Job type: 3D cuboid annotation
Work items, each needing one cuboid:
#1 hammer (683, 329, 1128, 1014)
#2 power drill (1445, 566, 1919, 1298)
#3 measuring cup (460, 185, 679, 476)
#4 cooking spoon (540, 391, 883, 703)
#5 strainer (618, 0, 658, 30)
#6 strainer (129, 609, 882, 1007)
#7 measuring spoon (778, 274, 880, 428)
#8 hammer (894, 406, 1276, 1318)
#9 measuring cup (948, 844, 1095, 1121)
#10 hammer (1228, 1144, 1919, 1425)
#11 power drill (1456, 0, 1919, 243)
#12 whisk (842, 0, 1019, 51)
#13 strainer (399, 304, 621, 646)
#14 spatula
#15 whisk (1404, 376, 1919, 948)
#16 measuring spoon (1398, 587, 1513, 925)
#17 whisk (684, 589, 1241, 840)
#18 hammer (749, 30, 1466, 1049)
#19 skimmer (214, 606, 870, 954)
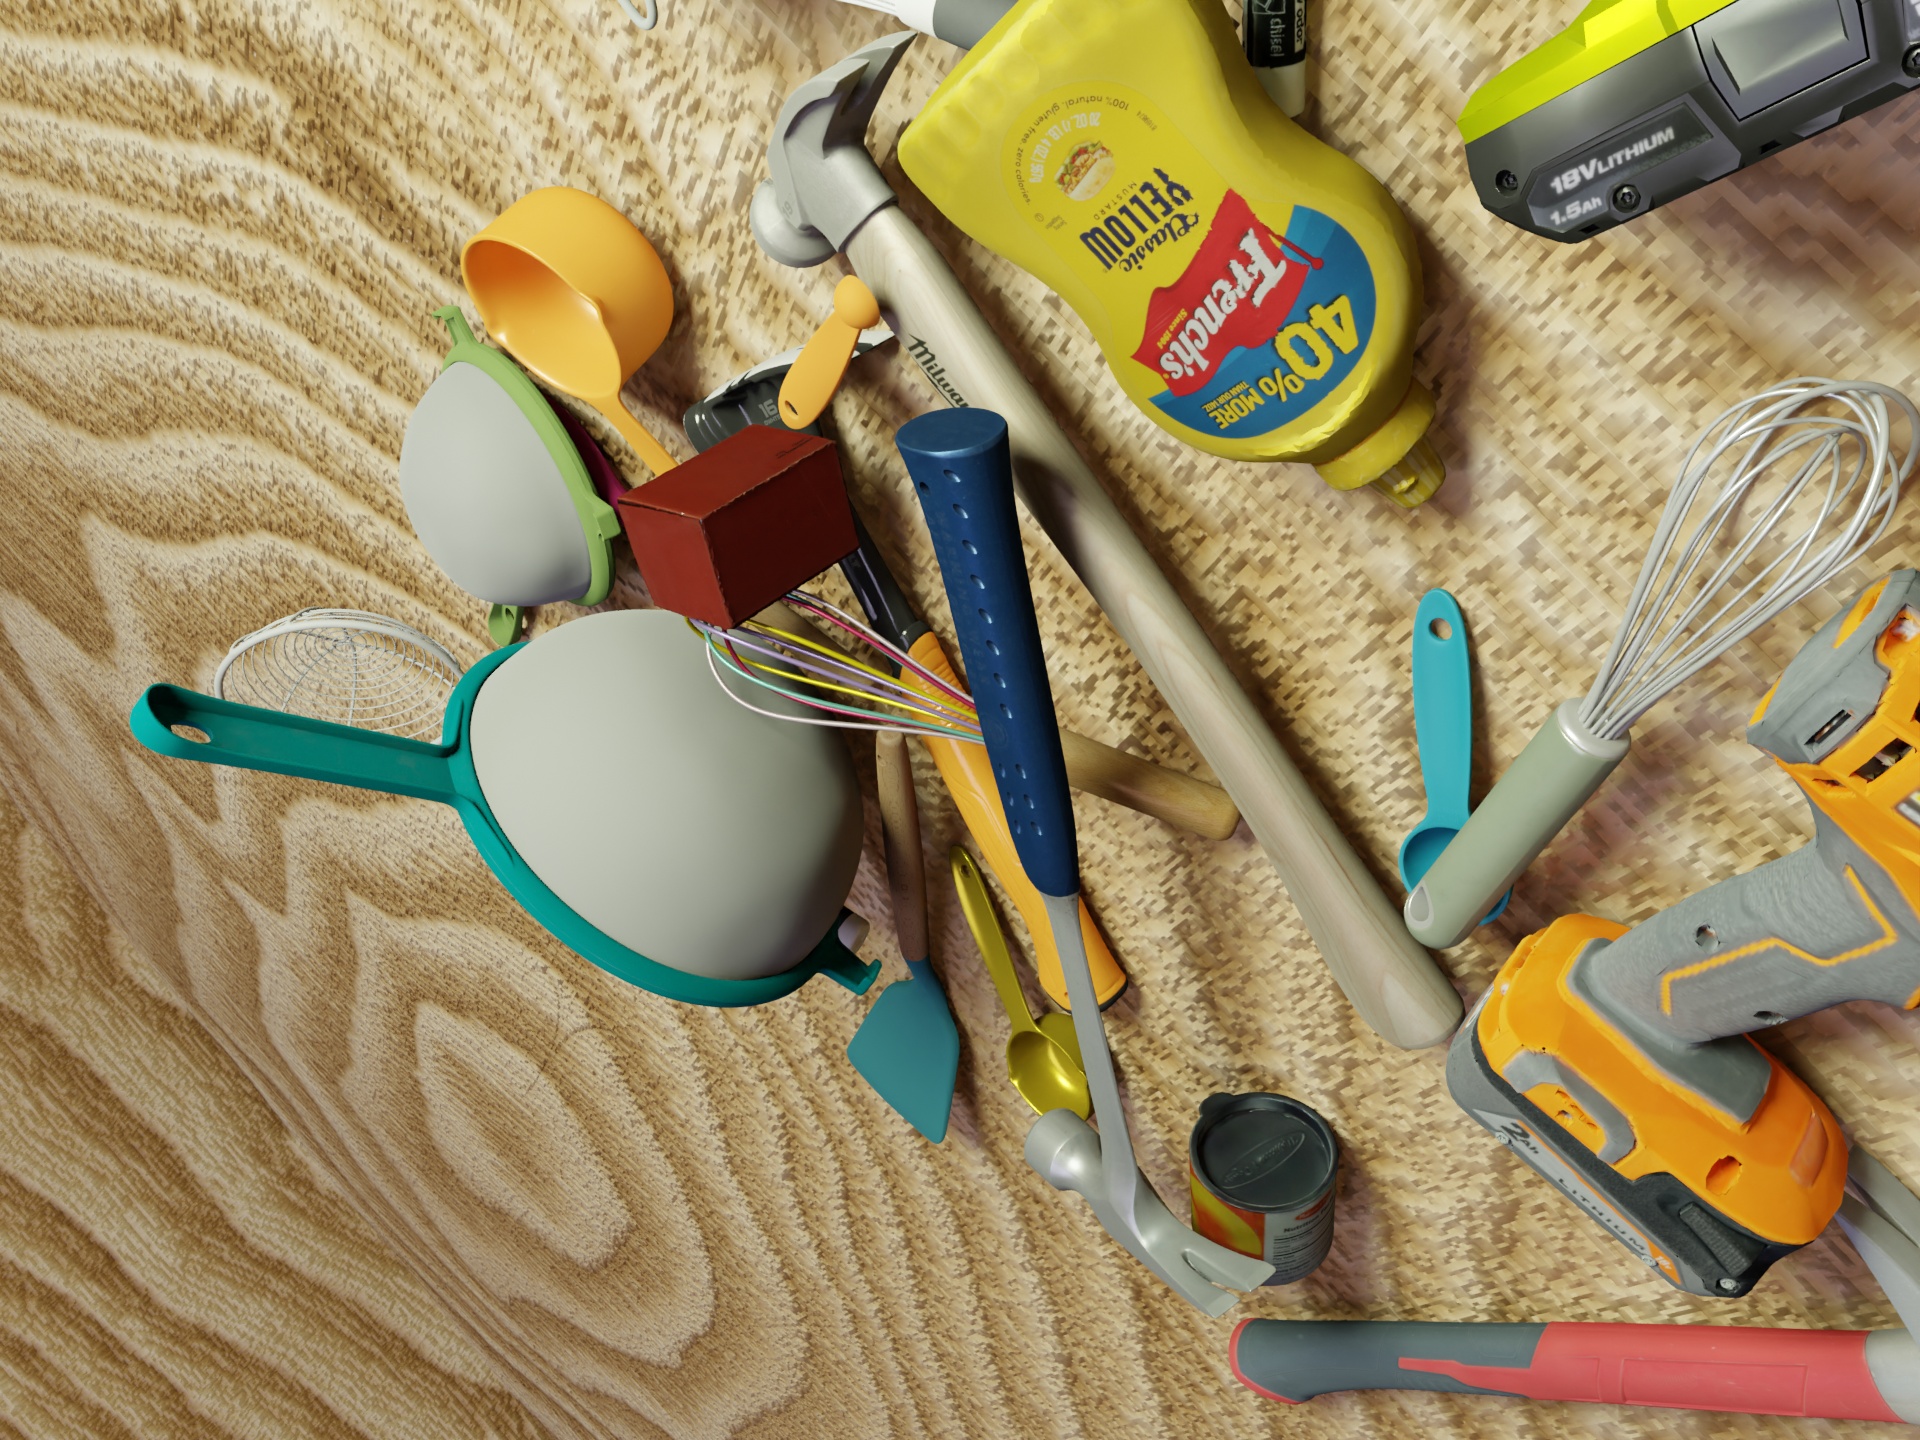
[{"bbox_3d":[-0.005,-0.009,0.715,0.127,0.034,0.336,-10,113,51],"label":"hammer"},{"bbox_3d":[0.265,0.083,0.468,0.164,0.084,0.226,40,139,14],"label":"power drill"},{"bbox_3d":[-0.149,-0.165,0.730,0.095,0.052,0.173,4,142,47],"label":"measuring cup"},{"bbox_3d":[-0.145,-0.089,0.779,0.319,0.017,0.068,35,144,34],"label":"cooking spoon"},{"bbox_3d":[-0.131,-0.348,0.492,0.087,0.050,0.258,-2,94,56],"label":"strainer"},{"bbox_3d":[-0.158,0.006,0.672,0.095,0.340,0.211,-44,54,24],"label":"strainer"},{"bbox_3d":[-0.054,-0.134,0.600,0.021,0.011,0.117,52,157,-2],"label":"measuring spoon"},{"bbox_3d":[0.043,0.073,0.626,0.144,0.035,0.405,31,143,49],"label":"hammer"},{"bbox_3d":[0.034,0.131,0.810,0.062,0.029,0.156,-19,94,52],"label":"measuring cup"},{"bbox_3d":[0.243,0.261,0.680,0.143,0.038,0.386,56,144,-4],"label":"hammer"},{"bbox_3d":[0.127,-0.230,0.343,0.190,0.080,0.228,-18,105,46],"label":"power drill"},{"bbox_3d":[-0.035,-0.252,0.526,0.285,0.070,0.070,30,139,18],"label":"whisk"},{"bbox_3d":[-0.264,-0.093,0.870,0.151,0.069,0.256,52,151,9],"label":"strainer"},{"bbox_3d":[-0.032,0.112,0.819,0.082,0.044,0.317,38,151,29],"label":"spatula"},{"bbox_3d":[0.197,-0.003,0.483,0.059,0.058,0.246,6,138,-14],"label":"whisk"},{"bbox_3d":[0.176,0.012,0.561,0.042,0.021,0.128,9,118,40],"label":"measuring spoon"},{"bbox_3d":[-0.001,-0.002,0.661,0.245,0.051,0.047,21,133,5],"label":"whisk"},{"bbox_3d":[0.065,-0.047,0.574,0.410,0.038,0.146,54,166,-7],"label":"hammer"},{"bbox_3d":[-0.221,0.046,0.831,0.363,0.090,0.127,29,145,13],"label":"skimmer"}]
